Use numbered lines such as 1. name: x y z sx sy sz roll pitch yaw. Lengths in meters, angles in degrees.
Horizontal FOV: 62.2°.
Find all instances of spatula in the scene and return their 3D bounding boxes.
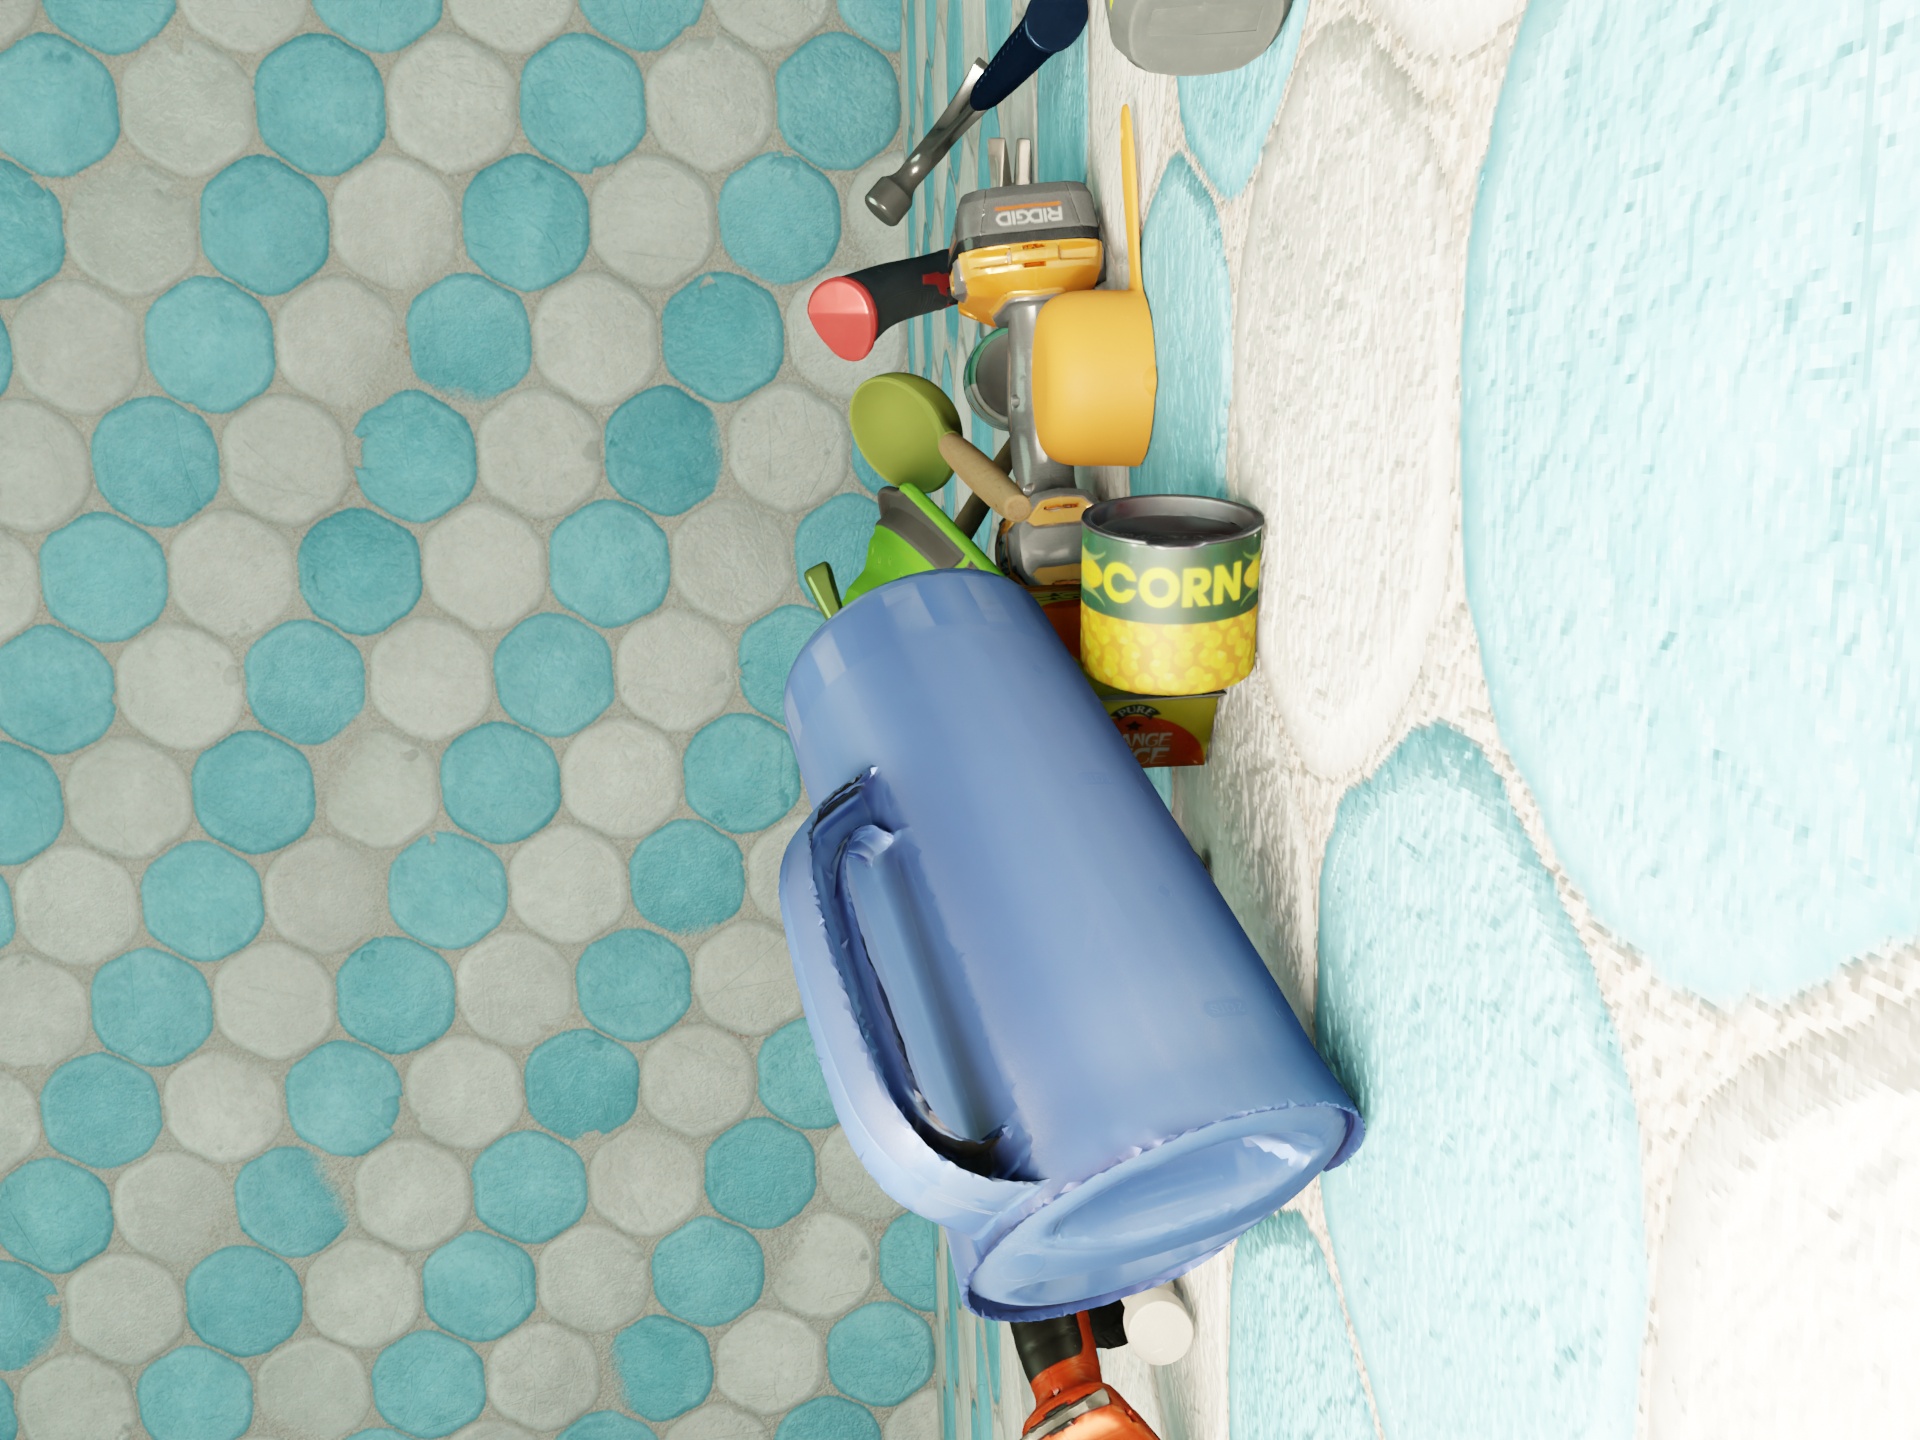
1. spatula: -0.006 -0.104 1.148 0.082 0.044 0.318 92 -159 -53

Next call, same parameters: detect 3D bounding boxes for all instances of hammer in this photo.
1. hammer: -0.013 -0.292 0.998 0.386 0.038 0.143 -50 -36 -65
2. hammer: 0.016 0.145 0.774 0.331 0.031 0.130 61 -179 -6
3. hammer: 0.017 -0.432 1.090 0.144 0.035 0.406 -51 15 -1

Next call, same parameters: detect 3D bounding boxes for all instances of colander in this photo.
1. colander: -0.002 -0.003 1.009 0.205 0.094 0.396 48 173 20

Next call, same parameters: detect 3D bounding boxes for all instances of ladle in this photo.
1. ladle: -0.011 -0.136 0.845 0.078 0.062 0.320 62 180 -20

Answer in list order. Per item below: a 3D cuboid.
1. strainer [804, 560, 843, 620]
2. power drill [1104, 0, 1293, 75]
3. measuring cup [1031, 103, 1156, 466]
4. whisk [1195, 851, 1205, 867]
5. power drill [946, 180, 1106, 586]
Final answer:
1. strainer: 0.004 0.020 0.776 0.256 0.069 0.151 62 -179 16
2. power drill: 0.073 -0.339 0.465 0.228 0.080 0.191 93 173 -71
3. measuring cup: 0.062 -0.211 0.785 0.095 0.052 0.173 -109 16 -75
4. whisk: 0.080 0.122 0.783 0.059 0.058 0.246 49 155 20
5. power drill: 0.042 -0.177 0.928 0.185 0.084 0.226 -141 45 -86
